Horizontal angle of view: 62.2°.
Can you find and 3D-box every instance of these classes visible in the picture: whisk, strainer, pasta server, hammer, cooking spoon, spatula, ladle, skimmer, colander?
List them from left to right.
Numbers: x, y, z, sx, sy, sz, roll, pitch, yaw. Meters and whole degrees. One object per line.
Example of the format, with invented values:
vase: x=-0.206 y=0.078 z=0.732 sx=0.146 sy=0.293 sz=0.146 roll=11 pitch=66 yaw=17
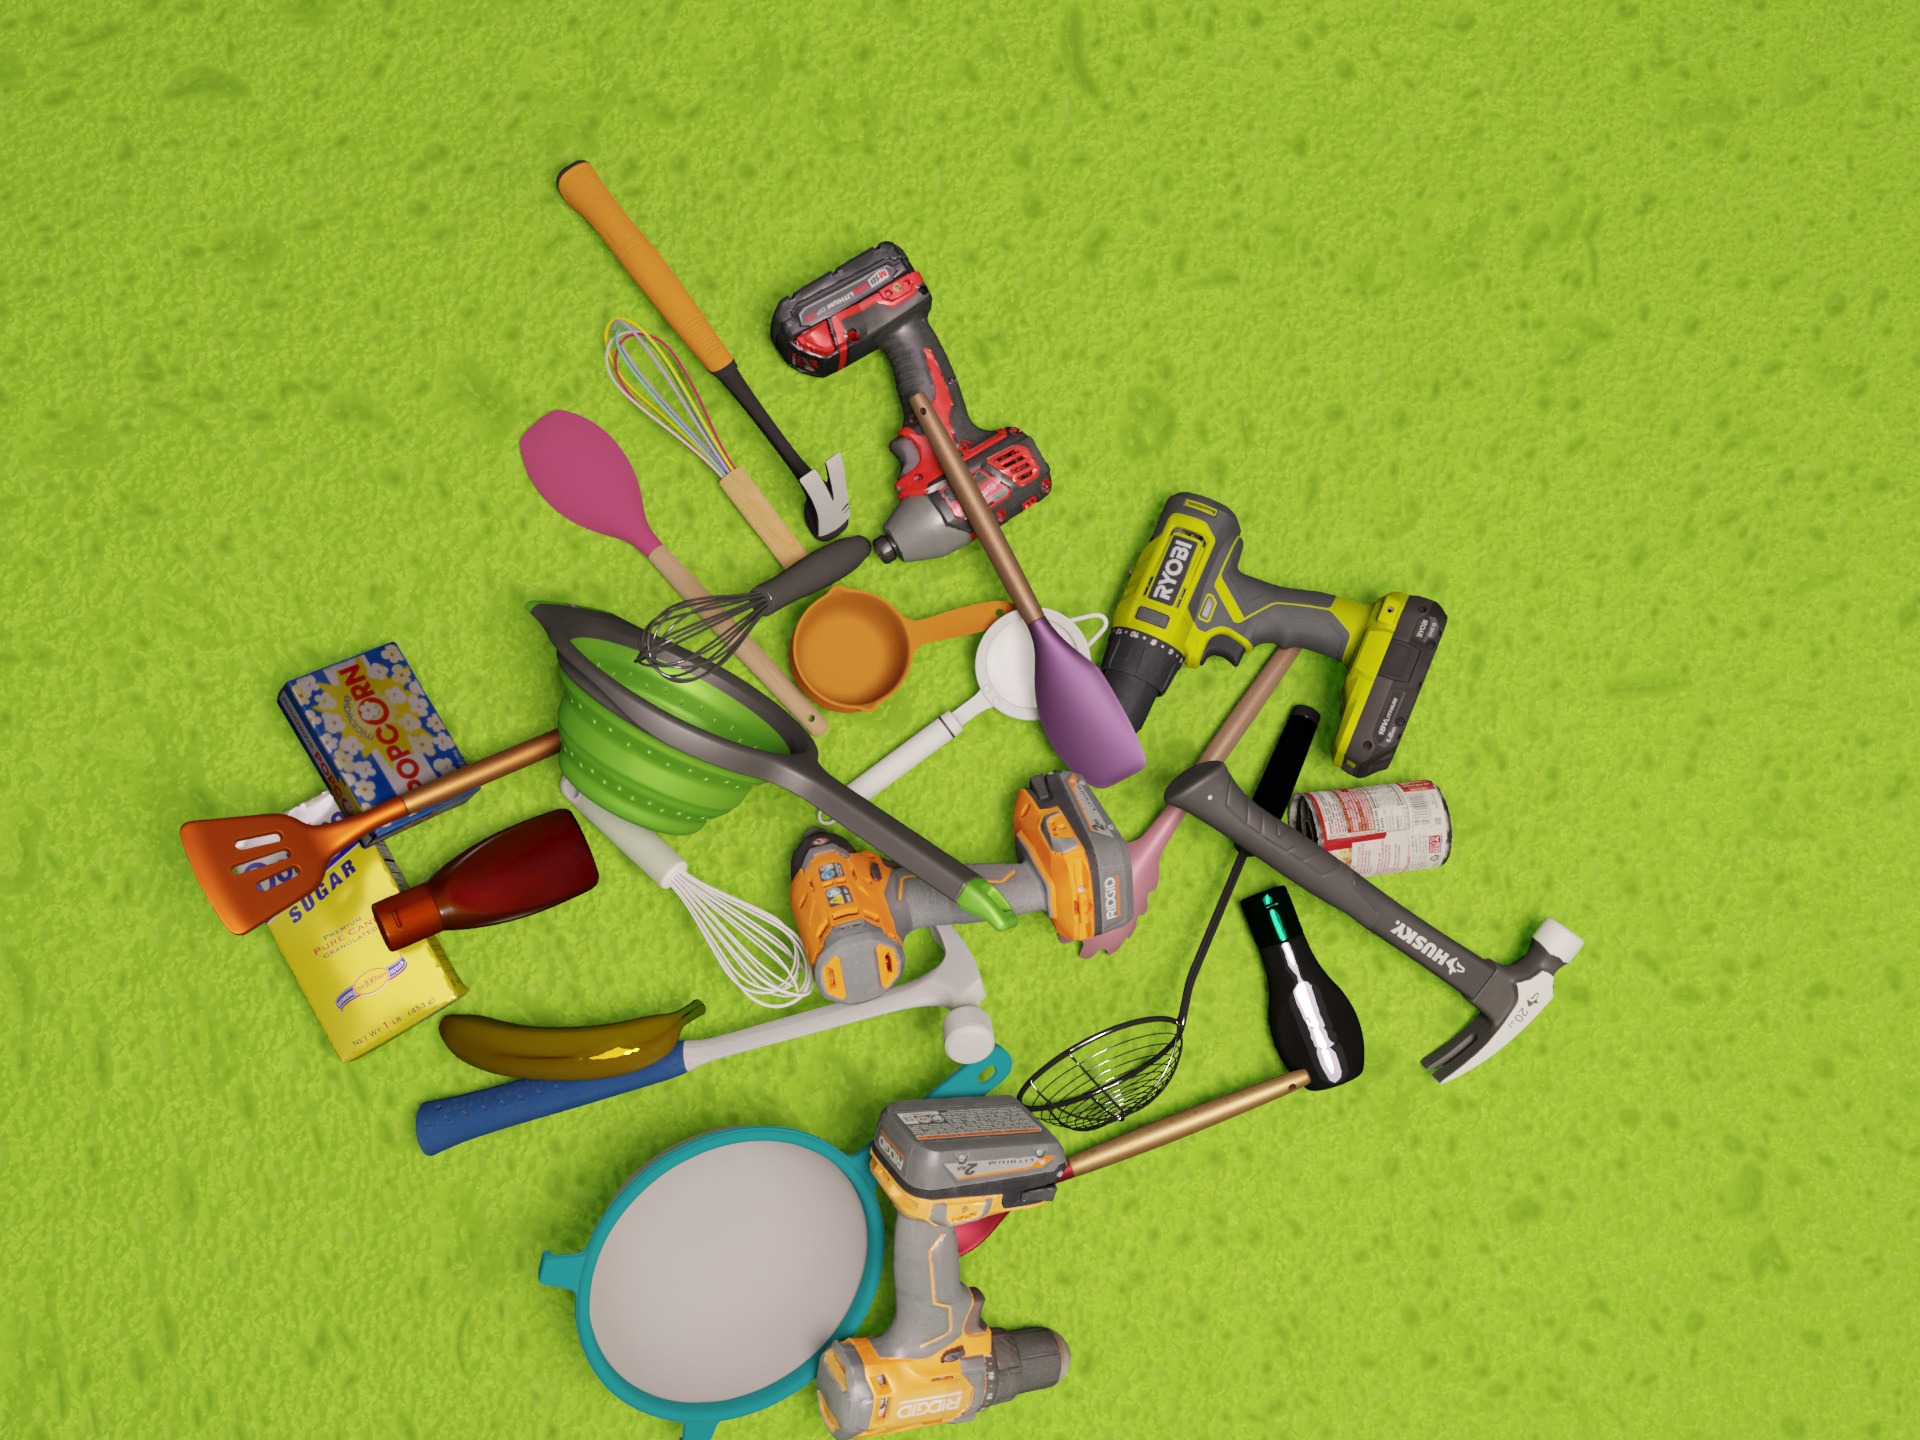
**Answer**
spatula: x=-0.356 y=0.047 z=1.087 sx=0.322 sy=0.041 sz=0.081 roll=-26 pitch=84 yaw=-30
cooking spoon: x=-0.210 y=-0.108 z=1.185 sx=0.069 sy=0.017 sz=0.319 roll=-43 pitch=88 yaw=-7
whisk: x=-0.197 y=0.115 z=1.128 sx=0.246 sy=0.059 sz=0.058 roll=40 pitch=106 yaw=16
hammer: x=-0.191 y=-0.282 z=1.165 sx=0.034 sy=0.127 sz=0.337 roll=-36 pitch=82 yaw=-9
hammer: x=-0.181 y=0.229 z=1.116 sx=0.405 sy=0.144 sz=0.035 roll=-16 pitch=123 yaw=2
whisk: x=-0.187 y=-0.200 z=1.190 sx=0.047 sy=0.051 sz=0.245 roll=-37 pitch=92 yaw=18
colander: x=-0.142 y=0.056 z=1.068 sx=0.397 sy=0.204 sz=0.094 roll=33 pitch=100 yaw=18
whisk: x=-0.138 y=-0.086 z=1.117 sx=0.055 sy=0.055 sz=0.239 roll=52 pitch=44 yaw=2
strainer: x=-0.116 y=0.323 z=1.104 sx=0.340 sy=0.095 sz=0.210 roll=-36 pitch=114 yaw=-15
strainer: x=-0.002 y=-0.004 z=1.180 sx=0.258 sy=0.050 sz=0.086 roll=-36 pitch=107 yaw=-2
spatula: x=0.040 y=-0.094 z=1.149 sx=0.060 sy=0.018 sz=0.316 roll=-27 pitch=93 yaw=14
ladle: x=0.104 y=0.312 z=1.143 sx=0.315 sy=0.031 sz=0.069 roll=-21 pitch=113 yaw=-1
skimmer: x=0.158 y=0.135 z=1.162 sx=0.090 sy=0.127 sz=0.363 roll=20 pitch=70 yaw=22
pasta server: x=0.177 y=0.044 z=1.198 sx=0.060 sy=0.040 sz=0.316 roll=37 pitch=78 yaw=0
hammer: x=0.282 y=0.133 z=1.137 sx=0.334 sy=0.035 sz=0.146 roll=33 pitch=98 yaw=-15

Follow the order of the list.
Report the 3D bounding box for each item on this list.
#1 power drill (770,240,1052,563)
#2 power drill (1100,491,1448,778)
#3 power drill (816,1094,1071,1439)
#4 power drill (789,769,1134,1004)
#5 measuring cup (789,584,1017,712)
power drill: x=-0.044 y=-0.228 z=1.185 sx=0.143 sy=0.078 sz=0.219 roll=-32 pitch=90 yaw=-7
power drill: x=0.219 y=-0.045 z=1.166 sx=0.228 sy=0.080 sz=0.190 roll=22 pitch=81 yaw=14
power drill: x=0.009 y=0.374 z=1.080 sx=0.185 sy=0.084 sz=0.226 roll=4 pitch=103 yaw=-29
power drill: x=-0.009 y=0.107 z=1.124 sx=0.226 sy=0.164 sz=0.084 roll=-13 pitch=123 yaw=-11
measuring cup: x=-0.044 y=-0.059 z=1.180 sx=0.173 sy=0.052 sz=0.095 roll=-15 pitch=86 yaw=-17
